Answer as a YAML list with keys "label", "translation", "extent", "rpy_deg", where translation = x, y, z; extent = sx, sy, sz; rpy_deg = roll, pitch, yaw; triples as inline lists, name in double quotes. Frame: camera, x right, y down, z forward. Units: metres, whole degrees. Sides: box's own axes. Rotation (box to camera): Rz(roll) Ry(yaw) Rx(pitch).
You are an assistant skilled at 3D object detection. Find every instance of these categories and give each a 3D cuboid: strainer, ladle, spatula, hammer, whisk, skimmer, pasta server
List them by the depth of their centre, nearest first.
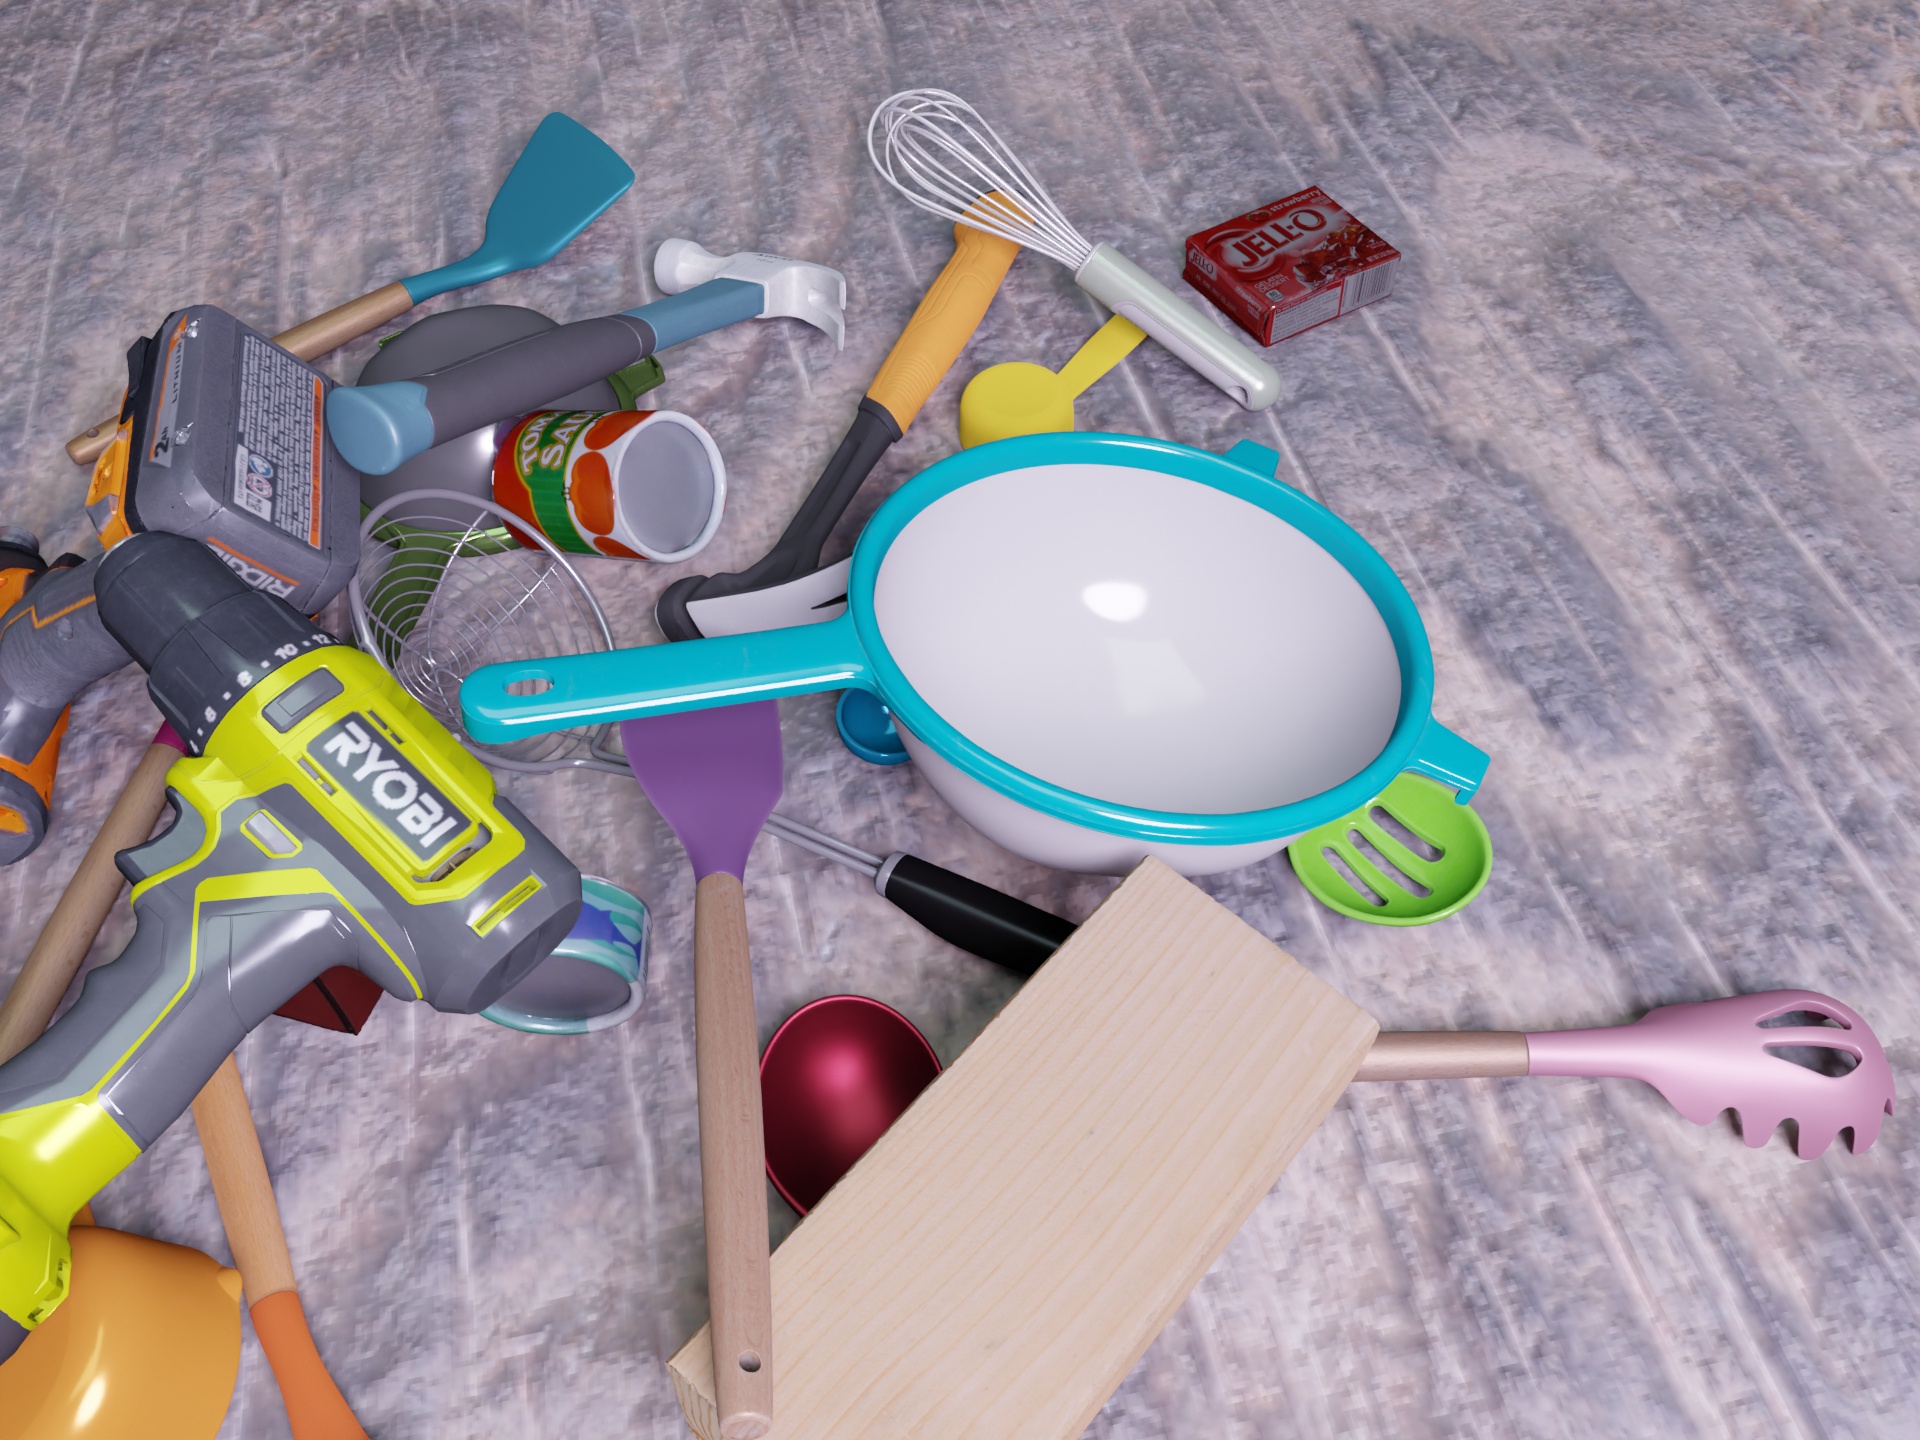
- label: "ladle"
  translation: [-0.006, 0.229, 0.483]
  extent: [0.069, 0.031, 0.316]
  rpy_deg: [-12, 55, -9]
- label: "spatula"
  translation: [-0.077, 0.070, 0.495]
  extent: [0.059, 0.018, 0.316]
  rpy_deg: [7, 36, -17]
- label: "spatula"
  translation: [-0.238, 0.169, 0.525]
  extent: [0.081, 0.041, 0.323]
  rpy_deg: [-37, 56, 1]
- label: "pasta server"
  translation: [0.170, 0.122, 0.564]
  extent: [0.316, 0.040, 0.060]
  rpy_deg: [-2, 52, 5]
- label: "strainer"
  translation: [-0.001, -0.002, 0.577]
  extent: [0.340, 0.095, 0.211]
  rpy_deg: [-8, 48, -16]
- label: "skimmer"
  translation: [-0.074, 0.012, 0.613]
  extent: [0.363, 0.090, 0.127]
  rpy_deg: [22, 27, 15]
- label: "hammer"
  translation: [-0.156, -0.168, 0.706]
  extent: [0.128, 0.033, 0.331]
  rpy_deg: [14, 29, 18]
- label: "strainer"
  translation: [-0.242, -0.113, 0.726]
  extent: [0.151, 0.069, 0.257]
  rpy_deg: [7, 51, 6]
- label: "hammer"
  translation: [-0.023, -0.160, 0.759]
  extent: [0.127, 0.034, 0.337]
  rpy_deg: [-9, 41, 34]
- label: "whisk"
  translation: [0.057, -0.231, 0.789]
  extent: [0.246, 0.057, 0.059]
  rpy_deg: [37, 77, 2]
- label: "spatula"
  translation: [-0.316, -0.221, 0.829]
  extent: [0.317, 0.044, 0.082]
  rpy_deg: [-36, 63, -23]

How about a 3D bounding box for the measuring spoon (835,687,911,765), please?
- label: "measuring spoon"
  translation: [0.011, 0.007, 0.665]
  extent: [0.128, 0.021, 0.042]
  rpy_deg: [5, 51, -6]

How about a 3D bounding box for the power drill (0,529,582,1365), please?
- label: "power drill"
  translation: [-0.256, 0.058, 0.474]
  extent: [0.190, 0.080, 0.228]
  rpy_deg: [43, 59, 6]

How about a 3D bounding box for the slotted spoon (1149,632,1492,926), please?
- label: "slotted spoon"
  translation: [0.097, -0.023, 0.676]
  extent: [0.070, 0.031, 0.314]
  rpy_deg: [-35, 57, -12]

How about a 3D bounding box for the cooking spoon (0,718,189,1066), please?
- label: "cooking spoon"
  translation: [-0.330, 0.034, 0.640]
  extent: [0.069, 0.017, 0.319]
  rpy_deg: [-7, 51, 25]

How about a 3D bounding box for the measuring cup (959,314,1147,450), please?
- label: "measuring cup"
  translation: [0.058, -0.182, 0.797]
  extent: [0.062, 0.029, 0.156]
  rpy_deg: [32, 62, 23]

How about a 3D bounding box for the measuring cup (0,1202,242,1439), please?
- label: "measuring cup"
  translation: [-0.295, 0.175, 0.503]
  extent: [0.095, 0.052, 0.174]
  rpy_deg: [-46, 54, -4]

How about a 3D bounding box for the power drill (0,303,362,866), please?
- label: "power drill"
  translation: [-0.340, -0.060, 0.631]
  extent: [0.226, 0.084, 0.164]
  rpy_deg: [-33, 50, 21]
